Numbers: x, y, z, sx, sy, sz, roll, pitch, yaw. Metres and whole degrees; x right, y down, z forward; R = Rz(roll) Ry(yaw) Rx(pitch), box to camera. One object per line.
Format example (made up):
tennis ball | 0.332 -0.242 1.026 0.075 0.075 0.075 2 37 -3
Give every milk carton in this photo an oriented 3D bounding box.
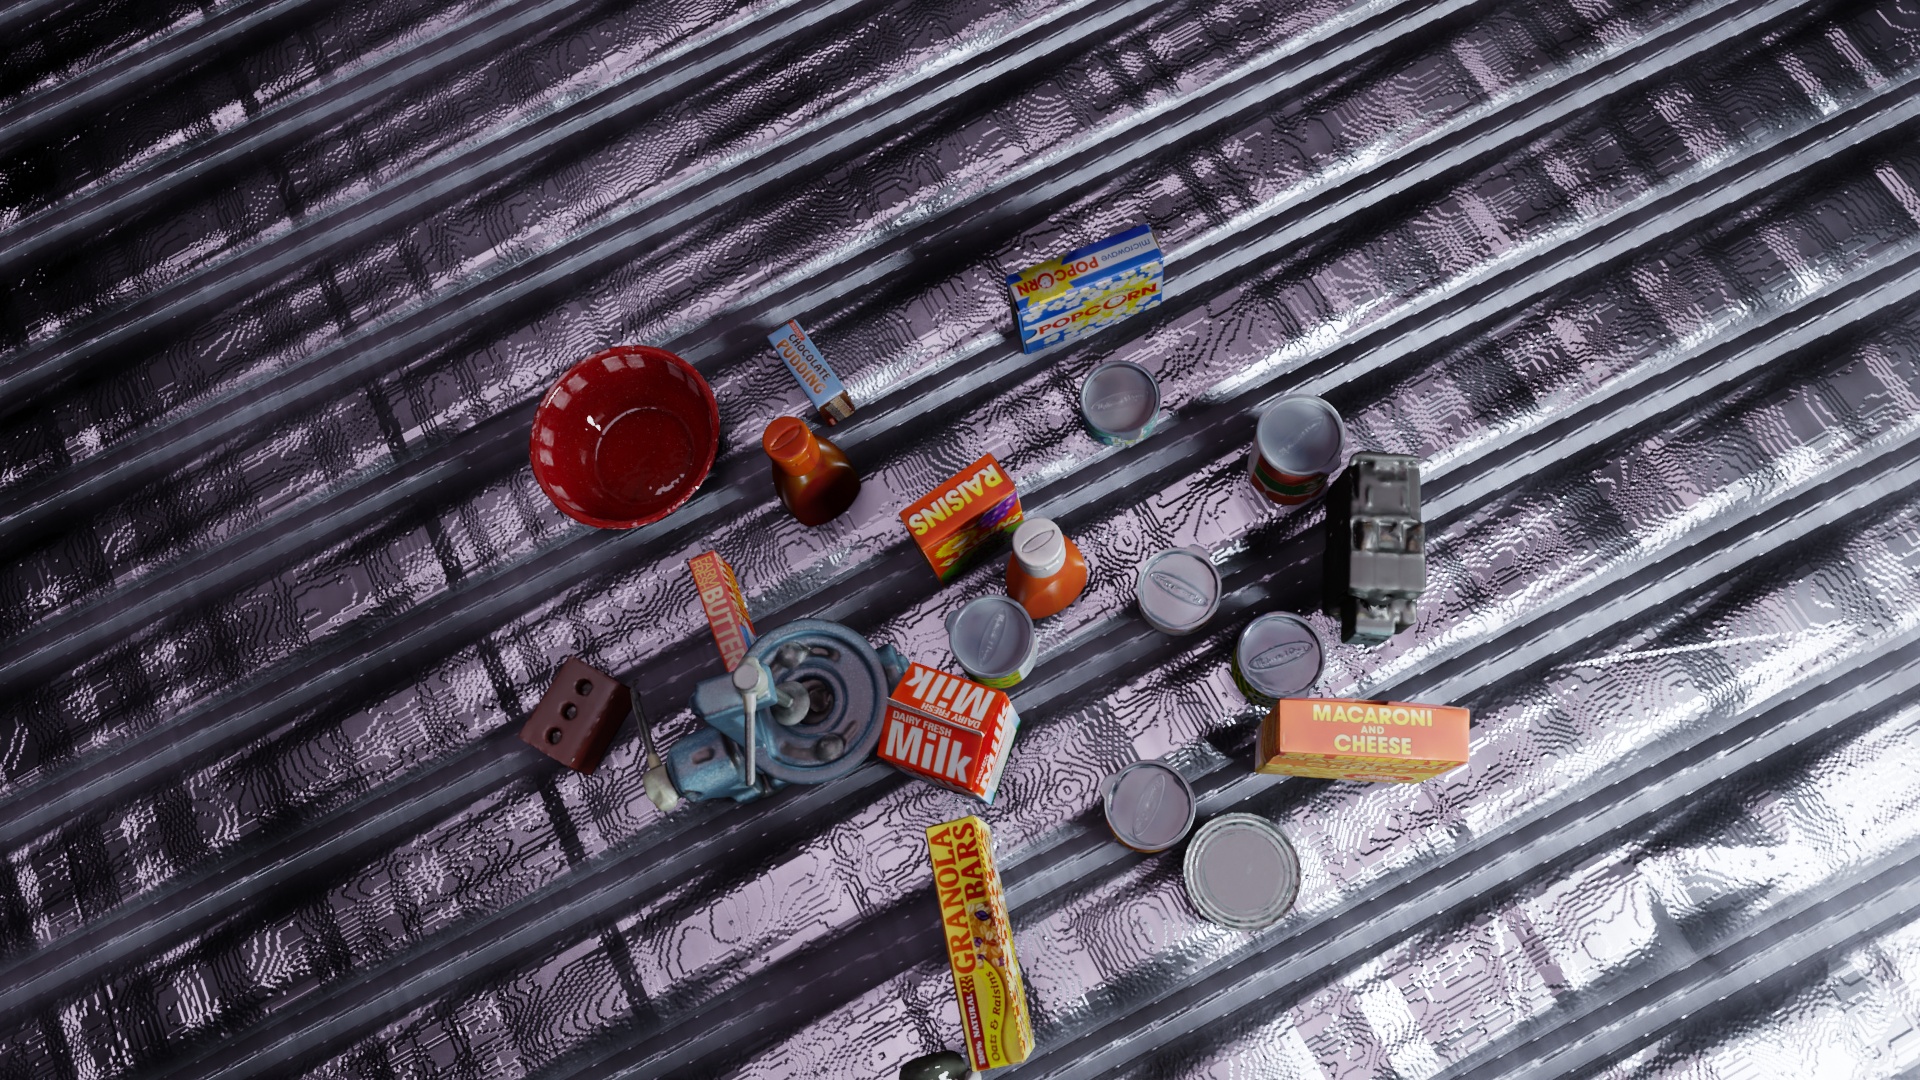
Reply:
milk carton | -0.007 0.140 1.007 0.072 0.190 0.073 18 78 11

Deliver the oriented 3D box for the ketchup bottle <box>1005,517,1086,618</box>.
ketchup bottle | 0.063 0.020 1.054 0.065 0.148 0.043 -32 74 -3

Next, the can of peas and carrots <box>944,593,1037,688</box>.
can of peas and carrots | 0.024 0.079 1.089 0.071 0.058 0.071 -2 75 6

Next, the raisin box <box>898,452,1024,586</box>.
raisin box | 0.004 -0.014 1.083 0.086 0.123 0.040 -33 74 -3

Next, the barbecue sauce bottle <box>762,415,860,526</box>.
barbecue sauce bottle | -0.121 -0.056 1.096 0.065 0.148 0.044 -38 74 -4

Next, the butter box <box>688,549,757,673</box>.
butter box | -0.186 0.062 1.120 0.024 0.053 0.104 -23 73 0

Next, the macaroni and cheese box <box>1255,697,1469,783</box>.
macaroni and cheese box | 0.279 0.143 0.987 0.124 0.166 0.040 2 75 7

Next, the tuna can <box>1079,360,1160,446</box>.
tuna can | 0.132 -0.110 1.143 0.071 0.032 0.071 -2 74 6

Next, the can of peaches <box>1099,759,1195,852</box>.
can of peaches | 0.139 0.199 1.043 0.071 0.058 0.071 -2 75 6

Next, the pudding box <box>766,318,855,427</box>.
pudding box | -0.125 -0.141 1.171 0.030 0.049 0.084 -34 74 -3

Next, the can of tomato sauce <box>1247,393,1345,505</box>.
can of tomato sauce | 0.264 -0.069 1.091 0.071 0.083 0.071 -2 75 6

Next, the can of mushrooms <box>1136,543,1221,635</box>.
can of mushrooms | 0.173 0.039 1.097 0.071 0.033 0.071 -2 74 6

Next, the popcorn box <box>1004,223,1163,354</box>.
popcorn box | 0.103 -0.206 1.146 0.127 0.085 0.038 -21 74 0

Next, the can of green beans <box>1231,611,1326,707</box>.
can of green beans | 0.242 0.092 1.062 0.071 0.057 0.071 -2 75 6

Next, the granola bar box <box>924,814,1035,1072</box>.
granola bar box | 0.014 0.287 0.998 0.039 0.124 0.166 -13 74 3
